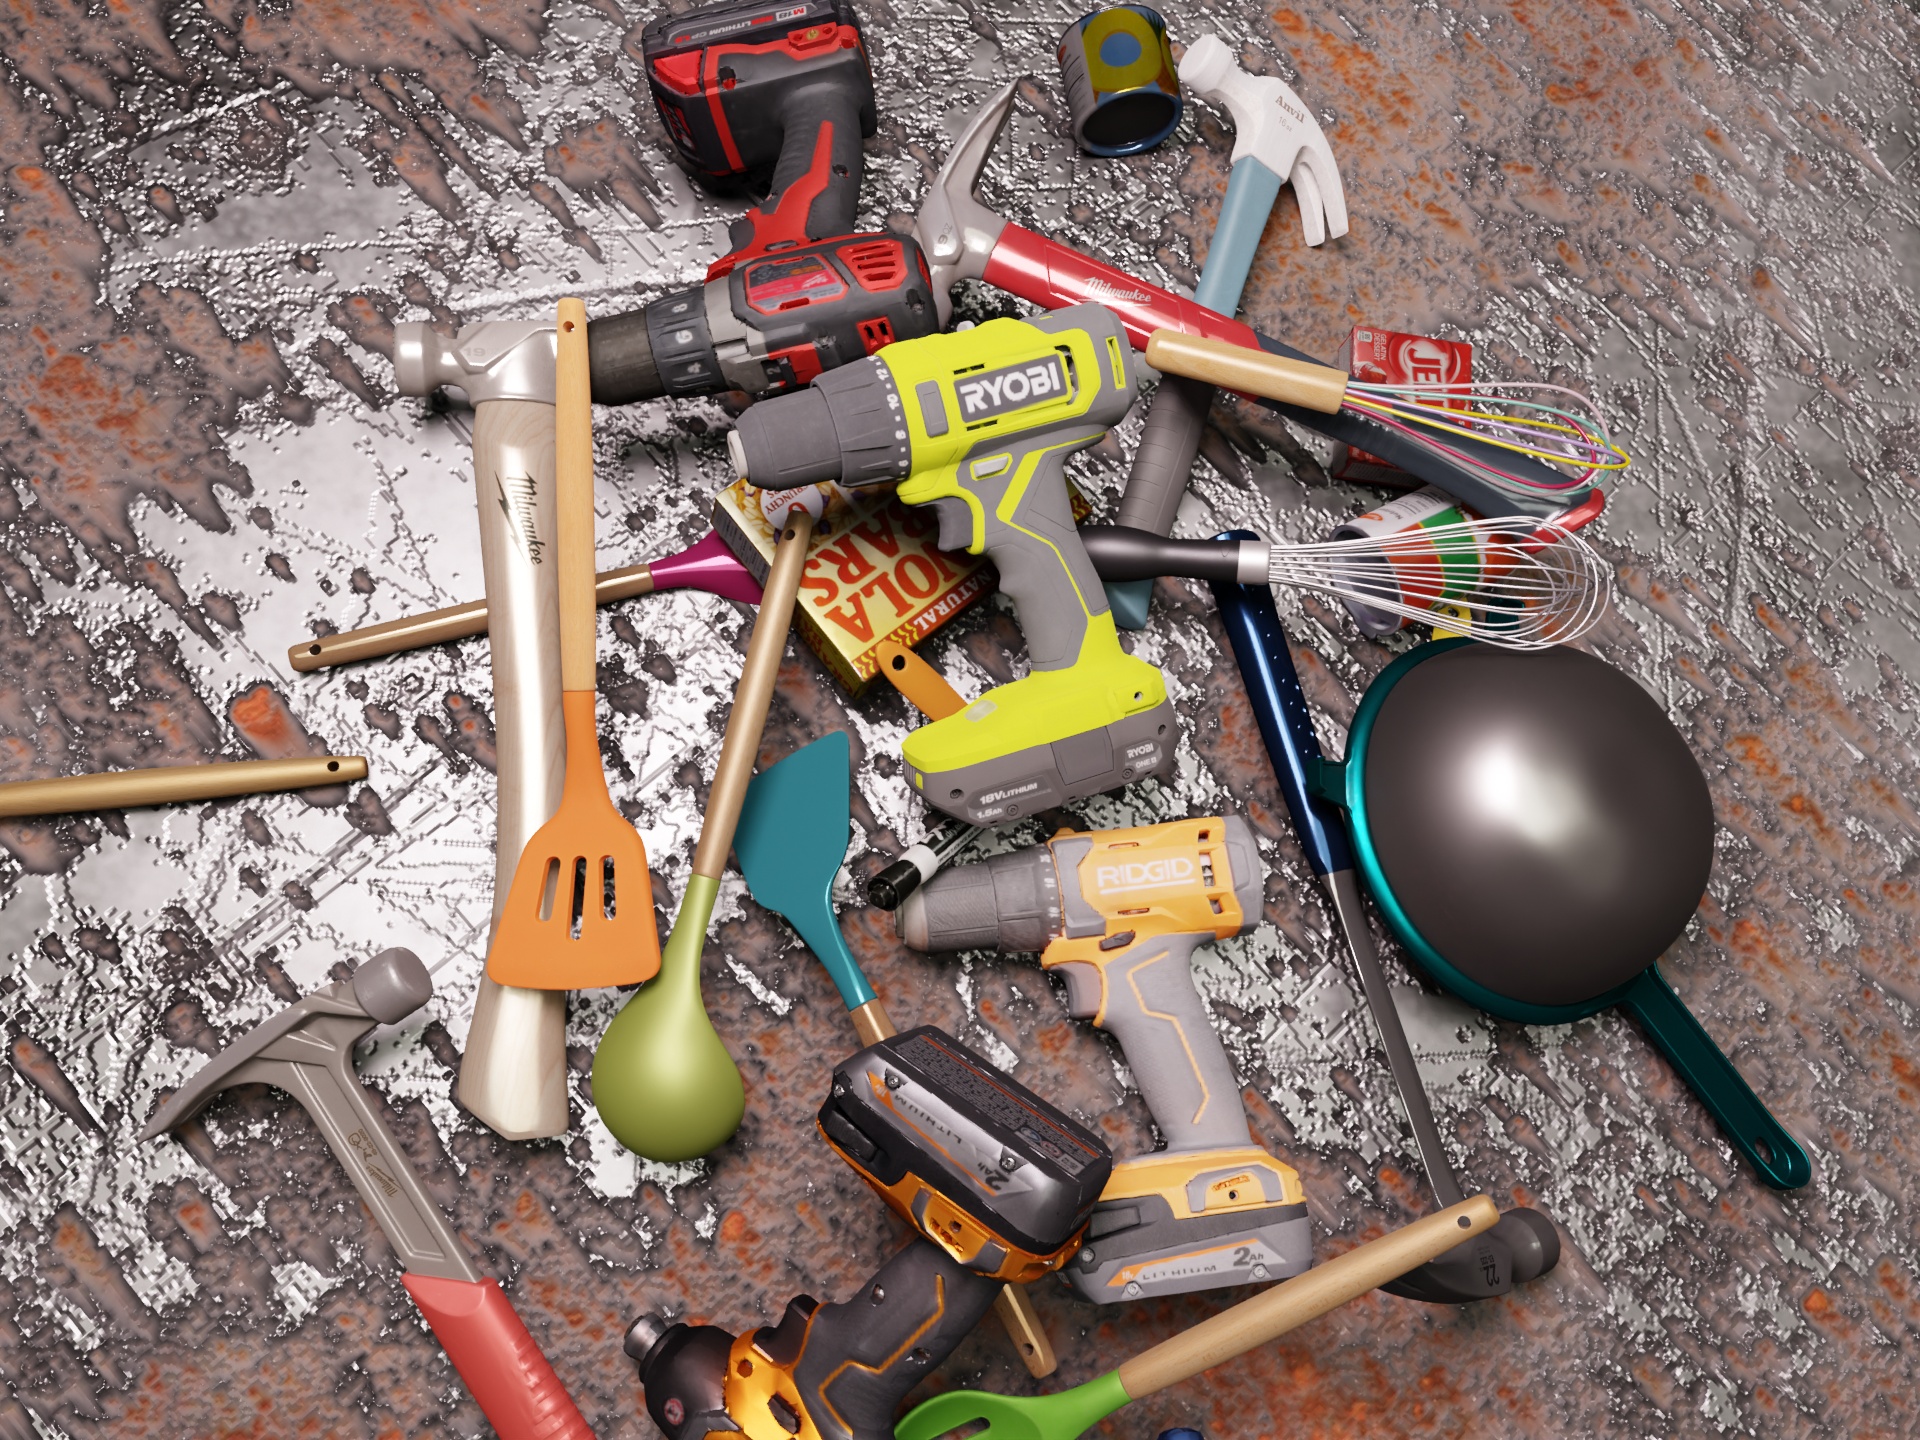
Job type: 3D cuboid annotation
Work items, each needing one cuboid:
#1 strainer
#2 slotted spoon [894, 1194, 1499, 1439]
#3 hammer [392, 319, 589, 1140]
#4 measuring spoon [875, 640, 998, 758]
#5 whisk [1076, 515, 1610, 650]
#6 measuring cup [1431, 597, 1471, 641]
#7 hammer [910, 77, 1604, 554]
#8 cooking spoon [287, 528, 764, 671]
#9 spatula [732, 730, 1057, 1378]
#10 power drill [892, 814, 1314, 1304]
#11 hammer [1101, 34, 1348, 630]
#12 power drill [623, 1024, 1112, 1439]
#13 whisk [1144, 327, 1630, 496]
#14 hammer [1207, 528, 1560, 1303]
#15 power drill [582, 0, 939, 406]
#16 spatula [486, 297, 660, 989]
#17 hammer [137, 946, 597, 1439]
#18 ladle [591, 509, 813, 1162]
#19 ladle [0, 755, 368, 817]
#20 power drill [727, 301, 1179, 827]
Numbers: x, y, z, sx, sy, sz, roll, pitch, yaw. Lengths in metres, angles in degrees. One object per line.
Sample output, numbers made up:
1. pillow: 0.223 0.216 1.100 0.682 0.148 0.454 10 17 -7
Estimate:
1. strainer: 0.344 0.093 0.801 0.211 0.095 0.340 -36 87 -31
2. slotted spoon: 0.098 0.289 0.713 0.314 0.031 0.070 -31 73 12
3. hammer: -0.205 -0.004 0.793 0.146 0.038 0.411 -2 79 -12
4. measuring spoon: -0.001 -0.003 0.818 0.116 0.011 0.021 42 75 -26
5. whisk: 0.183 -0.079 0.813 0.284 0.070 0.070 5 74 10
6. measuring cup: 0.260 -0.004 0.880 0.062 0.029 0.157 20 61 -3
7. hammer: 0.161 -0.201 0.841 0.386 0.038 0.143 25 82 3
8. cooking spoon: -0.188 -0.070 0.838 0.319 0.017 0.069 -15 77 -12
9. spatula: -0.029 0.157 0.759 0.082 0.044 0.318 -31 77 17
10. power drill: 0.068 0.163 0.778 0.185 0.084 0.226 -5 72 -7
11. hammer: 0.134 -0.210 0.893 0.128 0.033 0.331 25 77 -28
12. power drill: -0.050 0.251 0.698 0.164 0.084 0.226 31 100 20
13. whisk: 0.213 -0.159 0.801 0.245 0.051 0.047 15 60 5
14. hammer: 0.193 0.088 0.811 0.144 0.035 0.406 4 64 -46
15. power drill: -0.116 -0.260 0.816 0.188 0.080 0.227 -12 62 4
16. spatula: -0.181 -0.038 0.747 0.081 0.041 0.322 -1 90 1
17. hammer: -0.219 0.288 0.716 0.149 0.036 0.359 -35 86 6
18. ladle: -0.111 0.053 0.774 0.078 0.062 0.320 9 78 21
19. ladle: -0.452 0.039 0.771 0.315 0.031 0.069 -6 75 -11
20. power drill: 0.005 -0.071 0.764 0.190 0.080 0.228 -17 103 -12
